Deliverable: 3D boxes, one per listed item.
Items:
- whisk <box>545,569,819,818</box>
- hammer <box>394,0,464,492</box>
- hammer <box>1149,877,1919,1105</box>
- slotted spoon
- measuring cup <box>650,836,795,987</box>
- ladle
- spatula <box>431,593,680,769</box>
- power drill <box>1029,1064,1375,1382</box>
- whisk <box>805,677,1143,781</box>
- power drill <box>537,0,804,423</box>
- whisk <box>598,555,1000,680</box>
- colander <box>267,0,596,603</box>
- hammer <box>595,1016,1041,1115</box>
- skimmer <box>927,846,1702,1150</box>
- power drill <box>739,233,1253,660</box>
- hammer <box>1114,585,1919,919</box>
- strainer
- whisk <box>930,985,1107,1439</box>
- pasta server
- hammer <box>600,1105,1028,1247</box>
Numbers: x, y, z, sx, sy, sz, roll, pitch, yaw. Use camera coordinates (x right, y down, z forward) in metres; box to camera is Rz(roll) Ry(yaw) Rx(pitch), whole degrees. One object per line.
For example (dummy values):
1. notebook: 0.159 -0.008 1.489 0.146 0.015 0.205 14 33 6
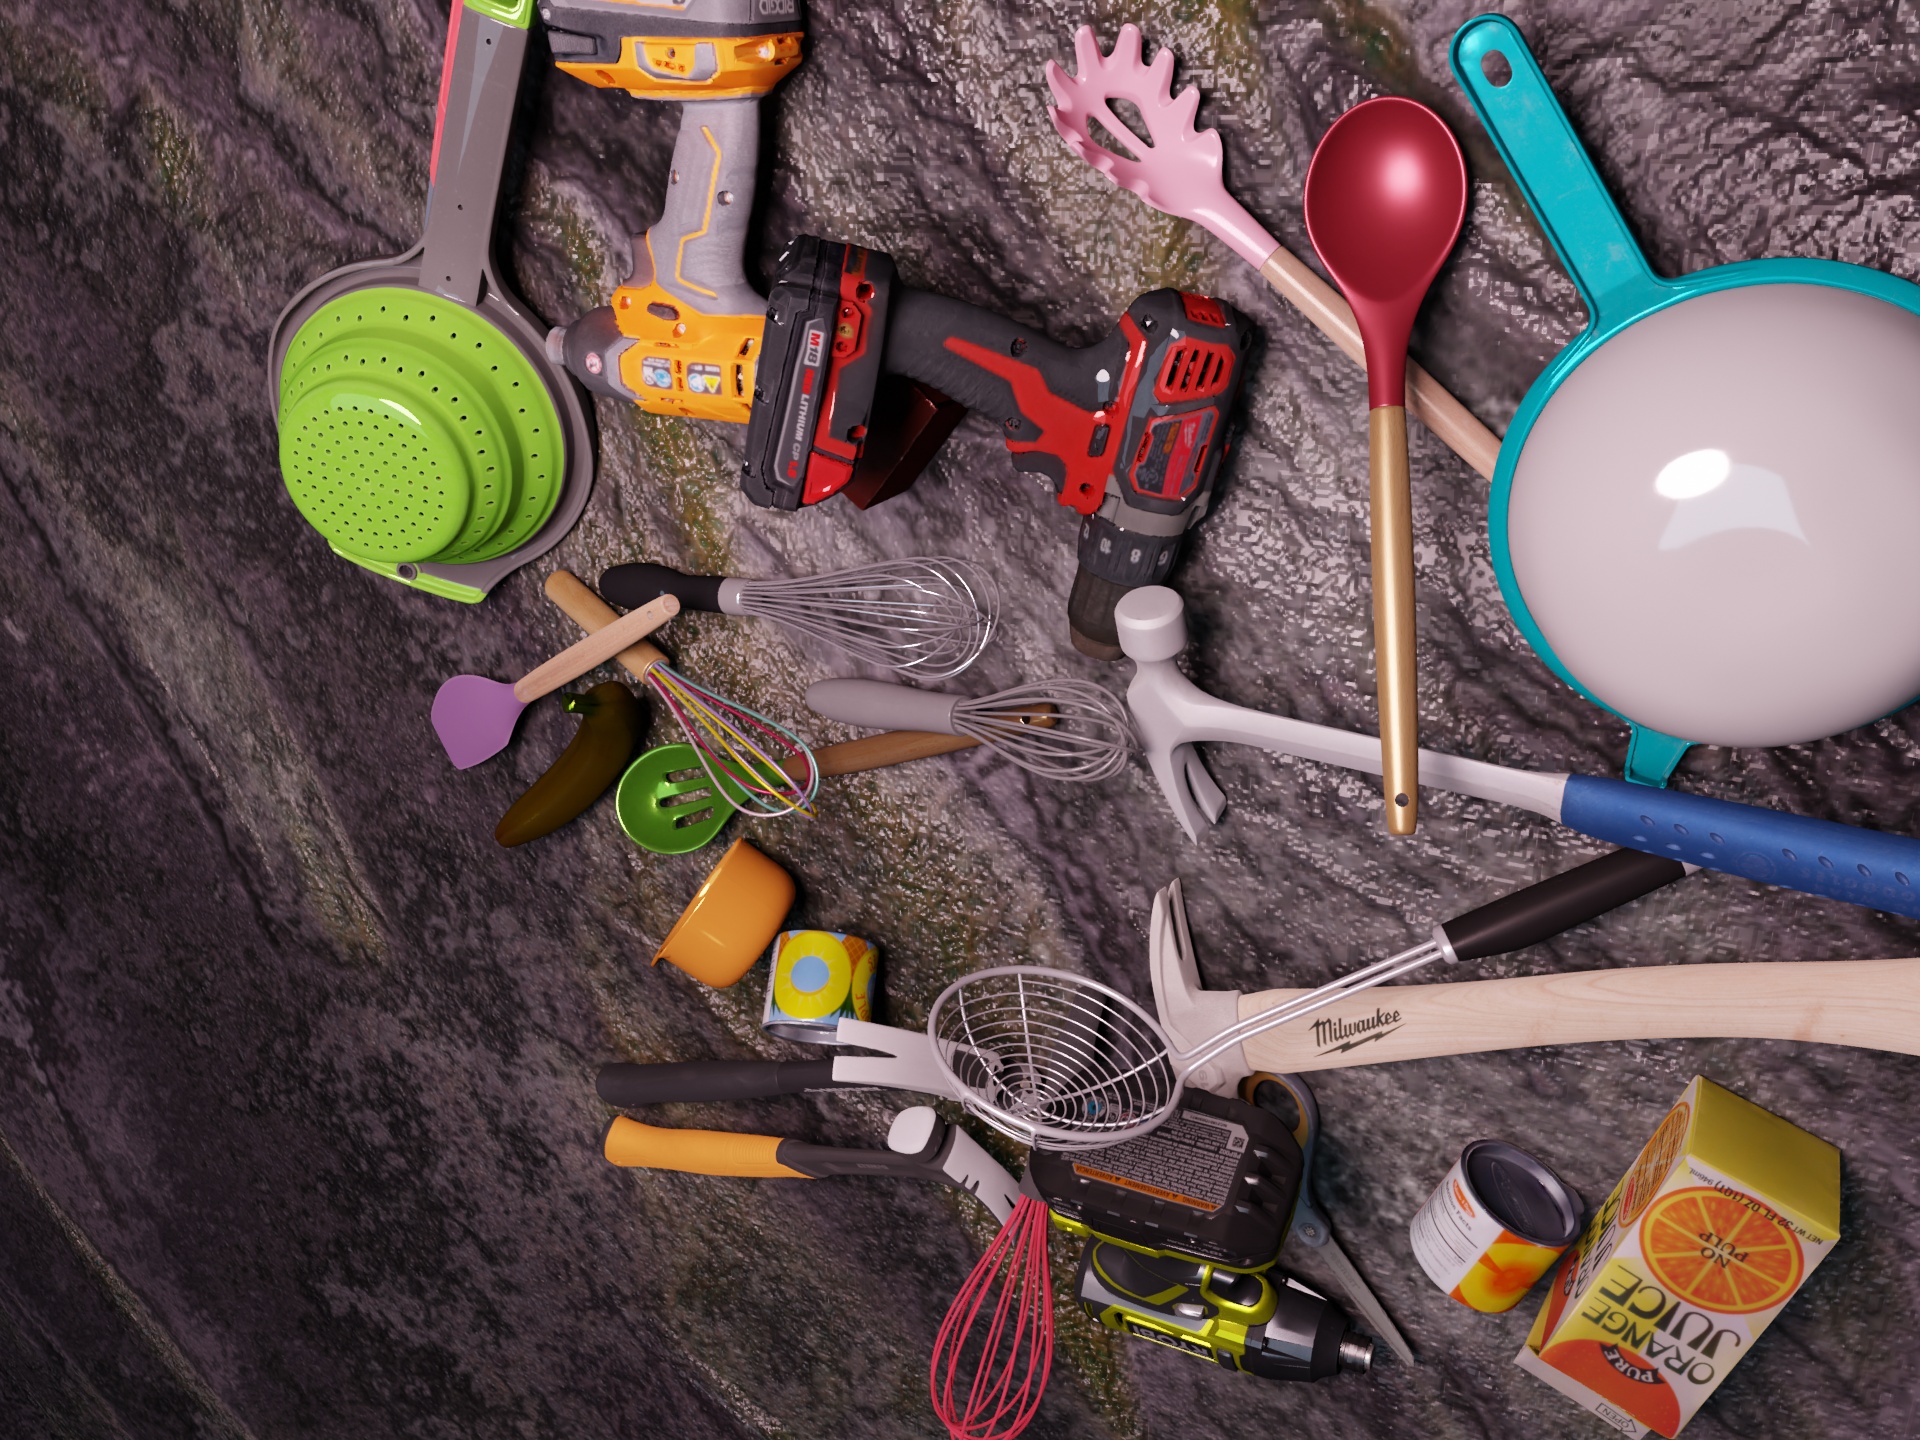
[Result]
1. whisk: -0.170 -0.019 0.953 0.245 0.047 0.051 39 124 23
2. hammer: -0.306 -0.314 0.930 0.143 0.038 0.386 30 121 17
3. hammer: 0.289 0.133 0.776 0.411 0.038 0.146 -10 96 30
4. slotted spoon: -0.080 0.027 0.949 0.314 0.031 0.070 -13 86 30
5. measuring cup: -0.157 0.140 1.018 0.052 0.095 0.173 35 145 -5
6. ladle: 0.186 -0.109 0.685 0.069 0.031 0.315 -2 87 17
7. spatula: -0.265 -0.027 1.003 0.316 0.018 0.060 -21 97 46
8. power drill: 0.132 0.287 0.865 0.171 0.080 0.223 9 142 27
9. whisk: -0.002 -0.002 0.862 0.239 0.055 0.055 8 114 42
10. power drill: -0.155 -0.271 0.833 0.164 0.084 0.226 9 117 20
11. whisk: -0.100 -0.069 0.908 0.285 0.070 0.070 8 114 32
12. colander: -0.299 -0.222 0.886 0.204 0.095 0.396 20 123 -4
13. hammer: -0.122 0.227 1.013 0.335 0.146 0.035 -13 63 40
14. skimmer: 0.163 0.110 0.757 0.363 0.127 0.090 -25 115 12
15. power drill: 0.012 -0.127 0.764 0.226 0.080 0.187 10 121 -7
16. hammer: 0.256 0.036 0.701 0.406 0.035 0.143 14 137 33
17. strainer: 0.282 -0.122 0.623 0.211 0.095 0.340 -28 101 32
18. whisk: 0.040 0.296 0.933 0.073 0.073 0.296 17 97 22
19. pasta server: 0.161 -0.193 0.718 0.316 0.040 0.060 44 91 5
20. hammer: -0.115 0.292 1.056 0.337 0.034 0.127 -8 136 38
